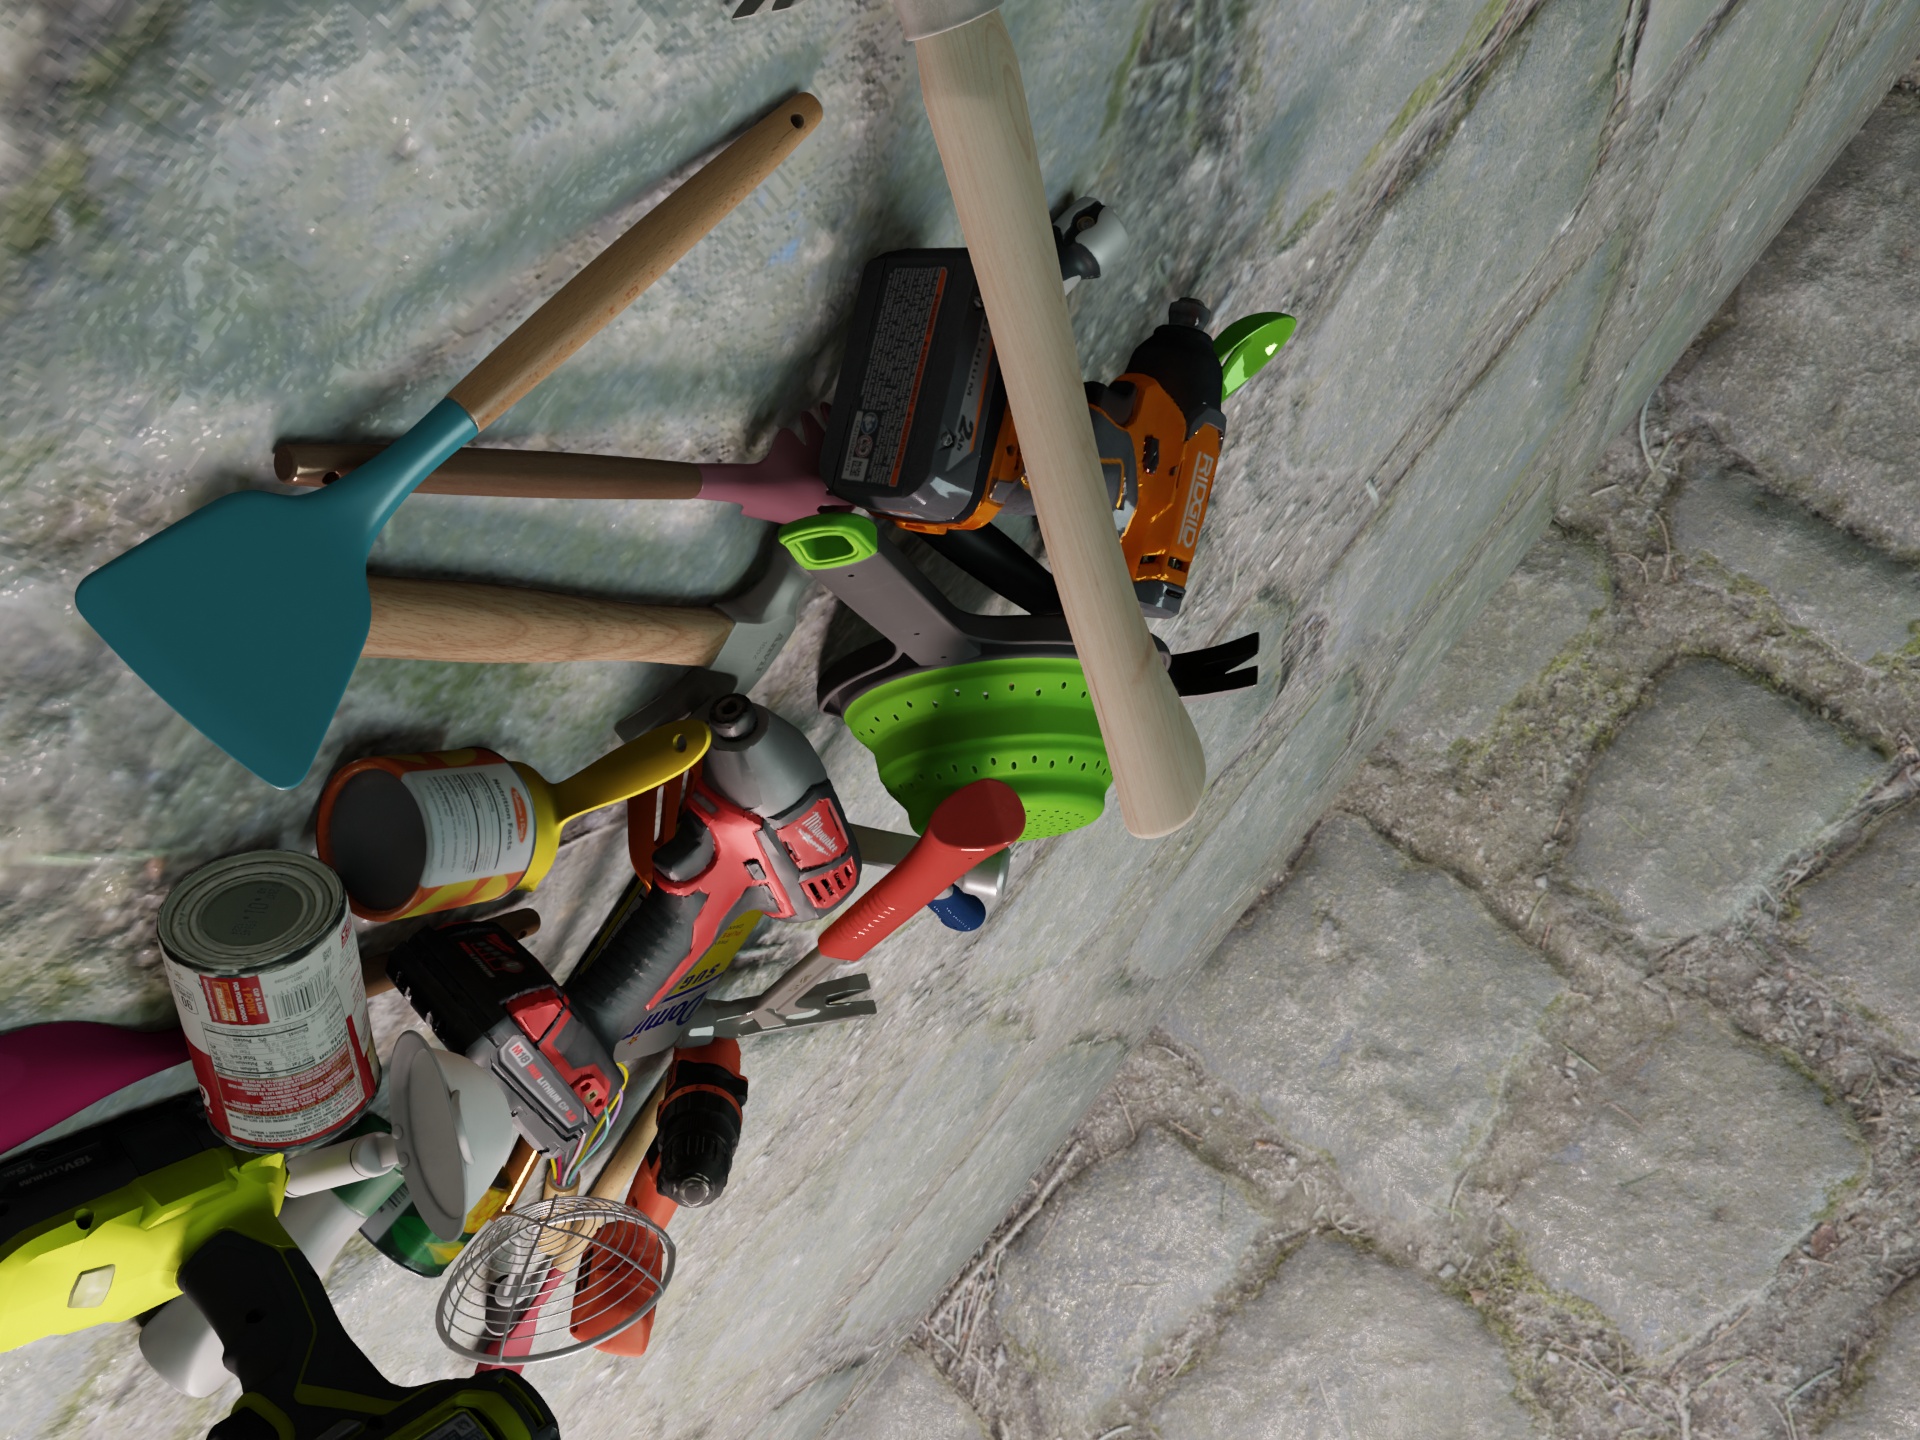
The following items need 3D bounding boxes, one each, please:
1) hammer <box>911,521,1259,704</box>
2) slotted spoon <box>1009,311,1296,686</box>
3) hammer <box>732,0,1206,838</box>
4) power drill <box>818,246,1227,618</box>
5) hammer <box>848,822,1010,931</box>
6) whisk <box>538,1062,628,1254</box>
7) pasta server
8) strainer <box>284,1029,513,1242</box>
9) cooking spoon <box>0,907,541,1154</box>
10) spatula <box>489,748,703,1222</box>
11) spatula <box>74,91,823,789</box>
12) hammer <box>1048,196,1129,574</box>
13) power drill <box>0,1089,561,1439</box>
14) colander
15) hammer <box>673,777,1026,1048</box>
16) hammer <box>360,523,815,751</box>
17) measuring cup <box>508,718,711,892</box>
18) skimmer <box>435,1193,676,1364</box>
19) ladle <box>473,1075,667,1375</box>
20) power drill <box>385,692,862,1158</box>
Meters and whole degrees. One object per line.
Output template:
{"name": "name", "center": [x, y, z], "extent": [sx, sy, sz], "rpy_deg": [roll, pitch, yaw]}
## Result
{"name": "hammer", "center": [0.048, -0.073, 0.894], "extent": [0.334, 0.146, 0.035], "rpy_deg": [31, 60, -52]}
{"name": "slotted spoon", "center": [0.104, -0.126, 0.997], "extent": [0.313, 0.031, 0.070], "rpy_deg": [-56, 159, 23]}
{"name": "hammer", "center": [0.033, -0.117, 0.657], "extent": [0.146, 0.038, 0.410], "rpy_deg": [-38, 124, -32]}
{"name": "power drill", "center": [0.048, -0.147, 0.758], "extent": [0.226, 0.084, 0.164], "rpy_deg": [12, 91, -49]}
{"name": "hammer", "center": [-0.025, 0.117, 1.140], "extent": [0.405, 0.144, 0.035], "rpy_deg": [66, 35, -77]}
{"name": "whisk", "center": [-0.248, 0.283, 1.020], "extent": [0.047, 0.051, 0.244], "rpy_deg": [-40, 161, -42]}
{"name": "pasta server", "center": [-0.133, -0.101, 0.641], "extent": [0.316, 0.040, 0.060], "rpy_deg": [-10, 135, -55]}
{"name": "strainer", "center": [-0.252, 0.188, 0.699], "extent": [0.050, 0.087, 0.258], "rpy_deg": [-6, 167, -44]}
{"name": "cooking spoon", "center": [-0.301, 0.127, 0.675], "extent": [0.319, 0.017, 0.068], "rpy_deg": [-18, 139, -56]}
{"name": "spatula", "center": [-0.197, 0.145, 0.859], "extent": [0.081, 0.041, 0.322], "rpy_deg": [5, 121, -49]}
{"name": "spatula", "center": [-0.143, -0.118, 0.530], "extent": [0.317, 0.044, 0.082], "rpy_deg": [-50, 119, -22]}
{"name": "hammer", "center": [0.056, -0.137, 0.964], "extent": [0.149, 0.036, 0.408], "rpy_deg": [-47, 160, -8]}
{"name": "power drill", "center": [-0.290, 0.261, 0.627], "extent": [0.171, 0.223, 0.080], "rpy_deg": [-14, 138, -59]}
{"name": "colander", "center": [-0.001, -0.003, 0.830], "extent": [0.204, 0.094, 0.396], "rpy_deg": [-10, 164, 15]}
{"name": "hammer", "center": [-0.051, 0.122, 0.940], "extent": [0.149, 0.037, 0.359], "rpy_deg": [-4, 156, -31]}
{"name": "hammer", "center": [-0.171, -0.037, 0.657], "extent": [0.130, 0.031, 0.331], "rpy_deg": [-58, 158, 16]}
{"name": "measuring cup", "center": [-0.166, 0.030, 0.663], "extent": [0.156, 0.062, 0.029], "rpy_deg": [-23, 169, 33]}
{"name": "skimmer", "center": [-0.257, 0.361, 0.960], "extent": [0.127, 0.090, 0.363], "rpy_deg": [-17, 159, -28]}
{"name": "ladle", "center": [-0.273, 0.370, 1.136], "extent": [0.315, 0.031, 0.069], "rpy_deg": [-58, 172, 12]}
{"name": "power drill", "center": [-0.149, 0.089, 0.760], "extent": [0.220, 0.079, 0.143], "rpy_deg": [-40, 141, -20]}
